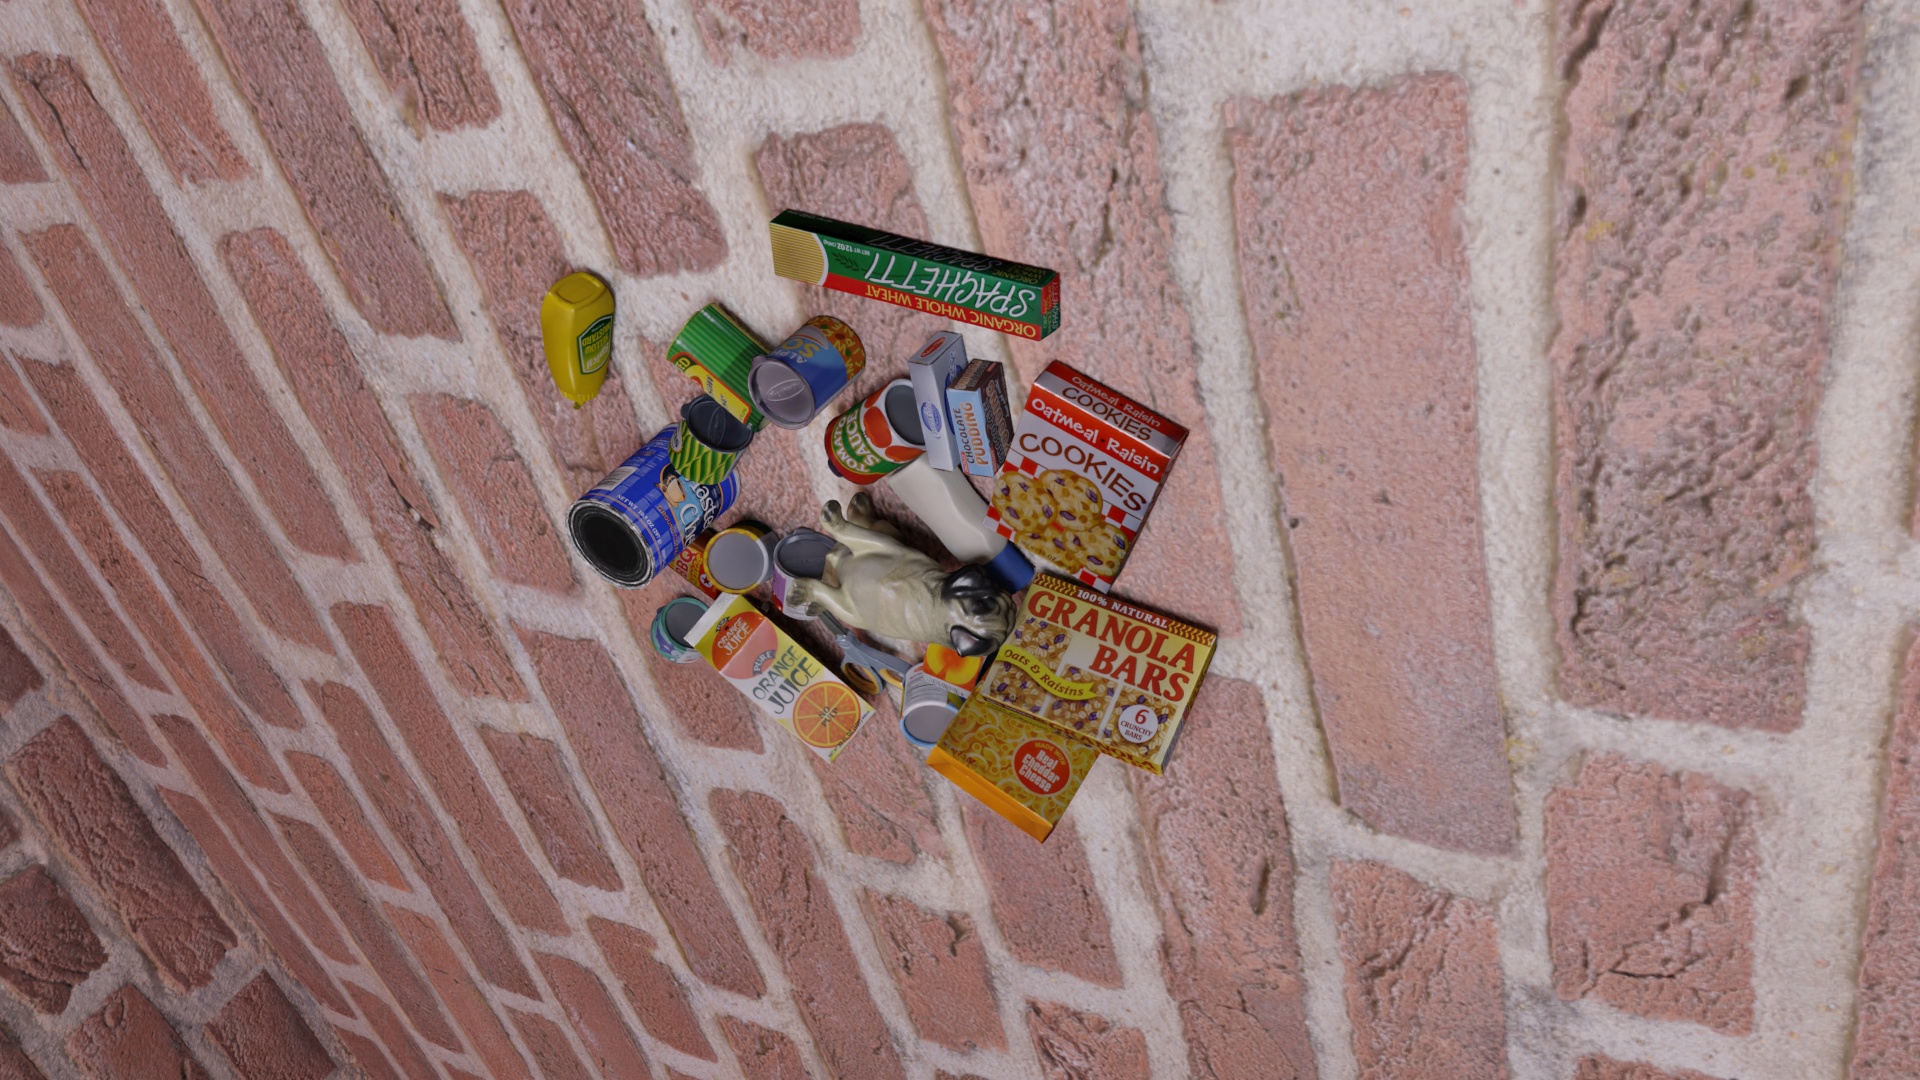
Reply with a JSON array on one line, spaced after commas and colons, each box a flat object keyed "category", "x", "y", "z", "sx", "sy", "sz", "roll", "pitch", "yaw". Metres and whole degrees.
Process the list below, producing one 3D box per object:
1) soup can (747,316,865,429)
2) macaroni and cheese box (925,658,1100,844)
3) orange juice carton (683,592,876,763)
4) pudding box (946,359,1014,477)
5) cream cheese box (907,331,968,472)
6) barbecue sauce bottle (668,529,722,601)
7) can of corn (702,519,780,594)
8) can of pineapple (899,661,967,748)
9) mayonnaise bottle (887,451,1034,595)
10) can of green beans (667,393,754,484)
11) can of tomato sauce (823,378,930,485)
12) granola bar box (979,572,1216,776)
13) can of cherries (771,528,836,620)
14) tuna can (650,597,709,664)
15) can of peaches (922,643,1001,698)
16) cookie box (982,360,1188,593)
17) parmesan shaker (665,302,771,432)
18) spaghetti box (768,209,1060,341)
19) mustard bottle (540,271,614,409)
[{"category": "soup can", "x": -0.130, "y": -0.145, "z": 1.171, "sx": 0.071, "sy": 0.084, "sz": 0.071, "roll": 18, "pitch": 132, "yaw": 21}, {"category": "macaroni and cheese box", "x": 0.065, "y": 0.165, "z": 1.229, "sx": 0.124, "sy": 0.167, "sz": 0.040, "roll": 34, "pitch": 142, "yaw": 6}, {"category": "orange juice carton", "x": -0.182, "y": 0.132, "z": 1.395, "sx": 0.192, "sy": 0.072, "sz": 0.073, "roll": 42, "pitch": 174, "yaw": -15}, {"category": "pudding box", "x": 0.017, "y": -0.099, "z": 1.133, "sx": 0.030, "sy": 0.050, "sz": 0.083, "roll": 8, "pitch": 128, "yaw": 27}, {"category": "cream cheese box", "x": -0.012, "y": -0.113, "z": 1.138, "sx": 0.024, "sy": 0.054, "sz": 0.103, "roll": 11, "pitch": 130, "yaw": 30}, {"category": "barbecue sauce bottle", "x": -0.291, "y": 0.001, "z": 1.429, "sx": 0.148, "sy": 0.044, "sz": 0.064, "roll": 34, "pitch": 135, "yaw": 7}, {"category": "can of corn", "x": -0.215, "y": 0.017, "z": 1.357, "sx": 0.071, "sy": 0.058, "sz": 0.071, "roll": 1, "pitch": 98, "yaw": 5}, {"category": "can of pineapple", "x": -0.025, "y": 0.161, "z": 1.352, "sx": 0.071, "sy": 0.058, "sz": 0.070, "roll": 1, "pitch": 129, "yaw": 2}, {"category": "mayonnaise bottle", "x": 0.004, "y": -0.015, "z": 1.217, "sx": 0.148, "sy": 0.041, "sz": 0.064, "roll": 48, "pitch": 143, "yaw": -11}, {"category": "can of green beans", "x": -0.233, "y": -0.094, "z": 1.296, "sx": 0.071, "sy": 0.071, "sz": 0.057, "roll": 41, "pitch": 137, "yaw": -1}, {"category": "can of tomato sauce", "x": -0.067, "y": -0.092, "z": 1.181, "sx": 0.083, "sy": 0.071, "sz": 0.071, "roll": -27, "pitch": 107, "yaw": 44}, {"category": "granola bar box", "x": 0.118, "y": 0.112, "z": 1.181, "sx": 0.166, "sy": 0.124, "sz": 0.039, "roll": 20, "pitch": 160, "yaw": 20}, {"category": "can of cherries", "x": -0.149, "y": 0.033, "z": 1.345, "sx": 0.071, "sy": 0.072, "sz": 0.058, "roll": 25, "pitch": 136, "yaw": 15}, {"category": "tuna can", "x": -0.298, "y": 0.095, "z": 1.495, "sx": 0.071, "sy": 0.071, "sz": 0.032, "roll": 44, "pitch": 136, "yaw": -4}, {"category": "can of peaches", "x": 0.005, "y": 0.110, "z": 1.303, "sx": 0.058, "sy": 0.071, "sz": 0.070, "roll": 19, "pitch": 133, "yaw": 21}, {"category": "cookie box", "x": 0.098, "y": -0.049, "z": 1.127, "sx": 0.123, "sy": 0.040, "sz": 0.166, "roll": 30, "pitch": 137, "yaw": 10}, {"category": "parmesan shaker", "x": -0.199, "y": -0.152, "z": 1.222, "sx": 0.103, "sy": 0.072, "sz": 0.071, "roll": 40, "pitch": 137, "yaw": 0}, {"category": "spaghetti box", "x": -0.039, "y": -0.211, "z": 1.096, "sx": 0.250, "sy": 0.029, "sz": 0.049, "roll": 18, "pitch": 133, "yaw": 22}, {"category": "mustard bottle", "x": -0.362, "y": -0.179, "z": 1.319, "sx": 0.049, "sy": 0.065, "sz": 0.159, "roll": 34, "pitch": 142, "yaw": 14}]
